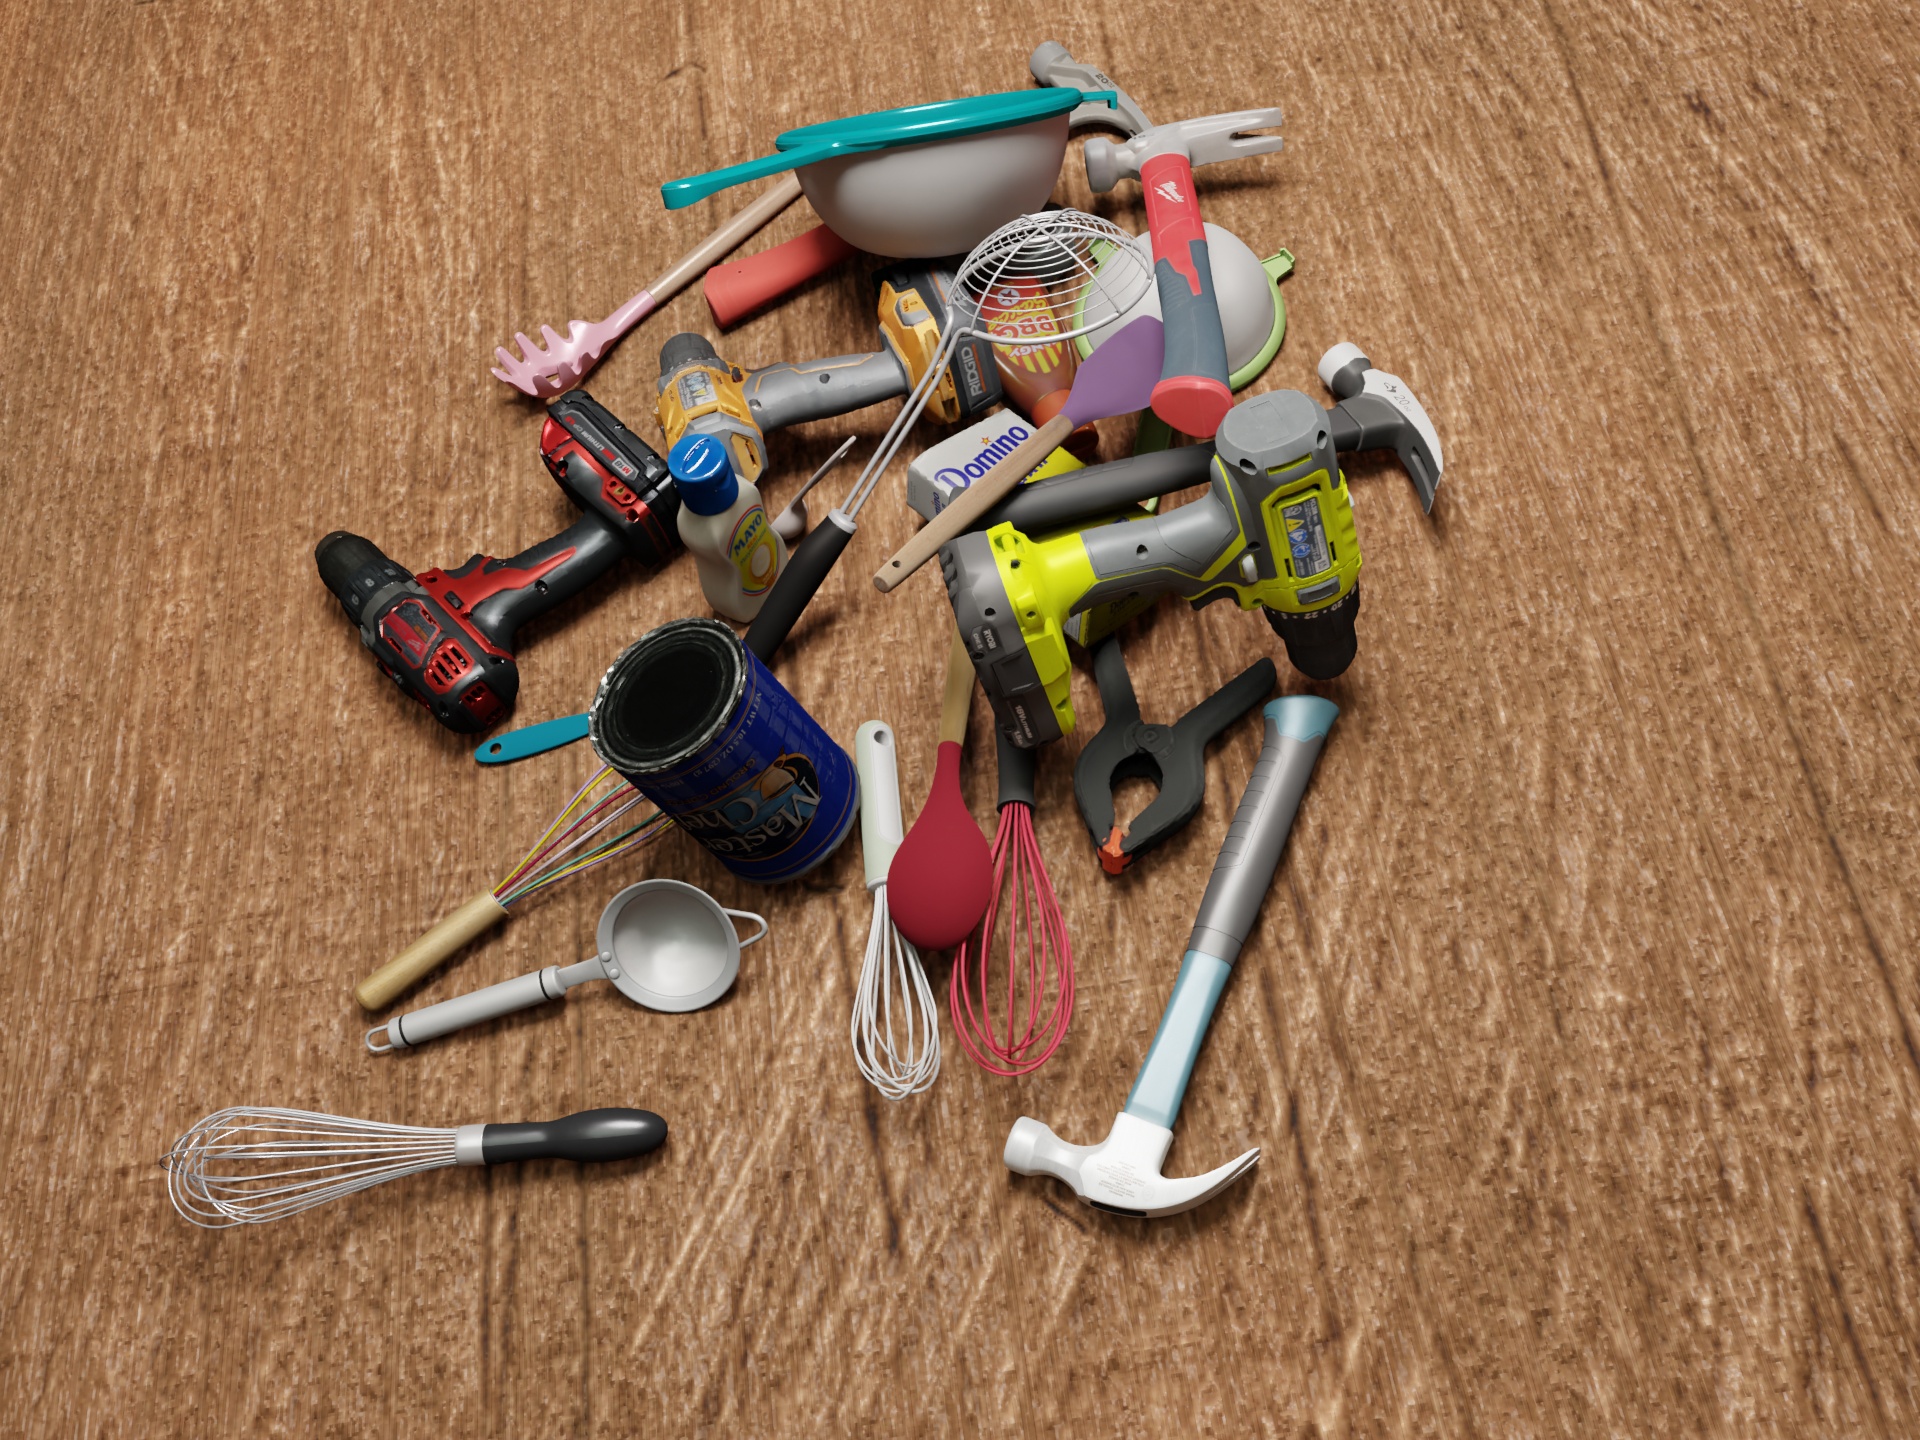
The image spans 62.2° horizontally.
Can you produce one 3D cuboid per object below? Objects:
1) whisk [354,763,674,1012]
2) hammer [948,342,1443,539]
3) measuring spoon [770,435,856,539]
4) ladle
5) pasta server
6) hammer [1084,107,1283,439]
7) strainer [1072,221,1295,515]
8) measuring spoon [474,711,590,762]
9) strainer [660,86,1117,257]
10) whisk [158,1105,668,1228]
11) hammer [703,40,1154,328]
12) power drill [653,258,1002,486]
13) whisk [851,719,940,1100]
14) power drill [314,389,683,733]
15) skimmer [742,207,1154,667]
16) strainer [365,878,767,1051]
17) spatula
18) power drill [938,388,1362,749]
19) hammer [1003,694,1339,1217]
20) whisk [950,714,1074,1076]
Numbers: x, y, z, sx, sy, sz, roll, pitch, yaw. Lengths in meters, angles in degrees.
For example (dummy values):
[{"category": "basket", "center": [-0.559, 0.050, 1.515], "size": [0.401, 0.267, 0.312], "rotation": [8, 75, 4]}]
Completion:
[{"category": "whisk", "center": [-0.264, 0.100, 0.978], "size": [0.245, 0.047, 0.051], "rotation": [-38, 52, -7]}, {"category": "hammer", "center": [0.147, -0.157, 1.008], "size": [0.334, 0.035, 0.146], "rotation": [-16, 50, -15]}, {"category": "measuring spoon", "center": [-0.094, -0.151, 1.049], "size": [0.018, 0.124, 0.034], "rotation": [45, 54, -7]}, {"category": "ladle", "center": [-0.002, -0.003, 0.975], "size": [0.069, 0.031, 0.316], "rotation": [-13, 47, 24]}, {"category": "pasta server", "center": [-0.217, -0.341, 1.200], "size": [0.316, 0.040, 0.060], "rotation": [-43, 55, -16]}, {"category": "hammer", "center": [0.157, -0.298, 1.019], "size": [0.143, 0.038, 0.387], "rotation": [-8, 40, 9]}, {"category": "strainer", "center": [0.141, -0.254, 1.090], "size": [0.151, 0.069, 0.256], "rotation": [8, 63, 11]}, {"category": "measuring spoon", "center": [-0.257, 0.001, 1.035], "size": [0.128, 0.021, 0.042], "rotation": [-17, 62, -3]}, {"category": "strainer", "center": [-0.057, -0.346, 1.056], "size": [0.211, 0.095, 0.340], "rotation": [12, 33, 39]}, {"category": "whisk", "center": [-0.308, 0.244, 0.902], "size": [0.284, 0.070, 0.070], "rotation": [-4, 62, -1]}, {"category": "hammer", "center": [-0.029, -0.390, 1.202], "size": [0.359, 0.036, 0.149], "rotation": [-32, 63, -10]}, {"category": "power drill", "center": [-0.103, -0.244, 1.101], "size": [0.226, 0.084, 0.186], "rotation": [-20, 39, -4]}, {"category": "whisk", "center": [-0.043, 0.105, 0.943], "size": [0.057, 0.059, 0.247], "rotation": [15, 52, -31]}, {"category": "power drill", "center": [-0.313, -0.119, 1.078], "size": [0.227, 0.080, 0.188], "rotation": [-44, 66, -12]}, {"category": "skimmer", "center": [-0.020, -0.165, 1.008], "size": [0.363, 0.090, 0.127], "rotation": [-55, 42, 17]}, {"category": "strainer", "center": [-0.235, 0.151, 0.946], "size": [0.258, 0.050, 0.086], "rotation": [-18, 106, 3]}, {"category": "spatula", "center": [0.051, -0.168, 0.980], "size": [0.060, 0.018, 0.316], "rotation": [37, 56, 15]}, {"category": "power drill", "center": [0.119, -0.069, 0.914], "size": [0.228, 0.190, 0.080], "rotation": [-20, 43, 5]}, {"category": "hammer", "center": [0.146, 0.125, 0.914], "size": [0.128, 0.033, 0.331], "rotation": [19, 67, 17]}, {"category": "whisk", "center": [0.032, 0.069, 0.947], "size": [0.073, 0.073, 0.296], "rotation": [-2, 57, 6]}]
